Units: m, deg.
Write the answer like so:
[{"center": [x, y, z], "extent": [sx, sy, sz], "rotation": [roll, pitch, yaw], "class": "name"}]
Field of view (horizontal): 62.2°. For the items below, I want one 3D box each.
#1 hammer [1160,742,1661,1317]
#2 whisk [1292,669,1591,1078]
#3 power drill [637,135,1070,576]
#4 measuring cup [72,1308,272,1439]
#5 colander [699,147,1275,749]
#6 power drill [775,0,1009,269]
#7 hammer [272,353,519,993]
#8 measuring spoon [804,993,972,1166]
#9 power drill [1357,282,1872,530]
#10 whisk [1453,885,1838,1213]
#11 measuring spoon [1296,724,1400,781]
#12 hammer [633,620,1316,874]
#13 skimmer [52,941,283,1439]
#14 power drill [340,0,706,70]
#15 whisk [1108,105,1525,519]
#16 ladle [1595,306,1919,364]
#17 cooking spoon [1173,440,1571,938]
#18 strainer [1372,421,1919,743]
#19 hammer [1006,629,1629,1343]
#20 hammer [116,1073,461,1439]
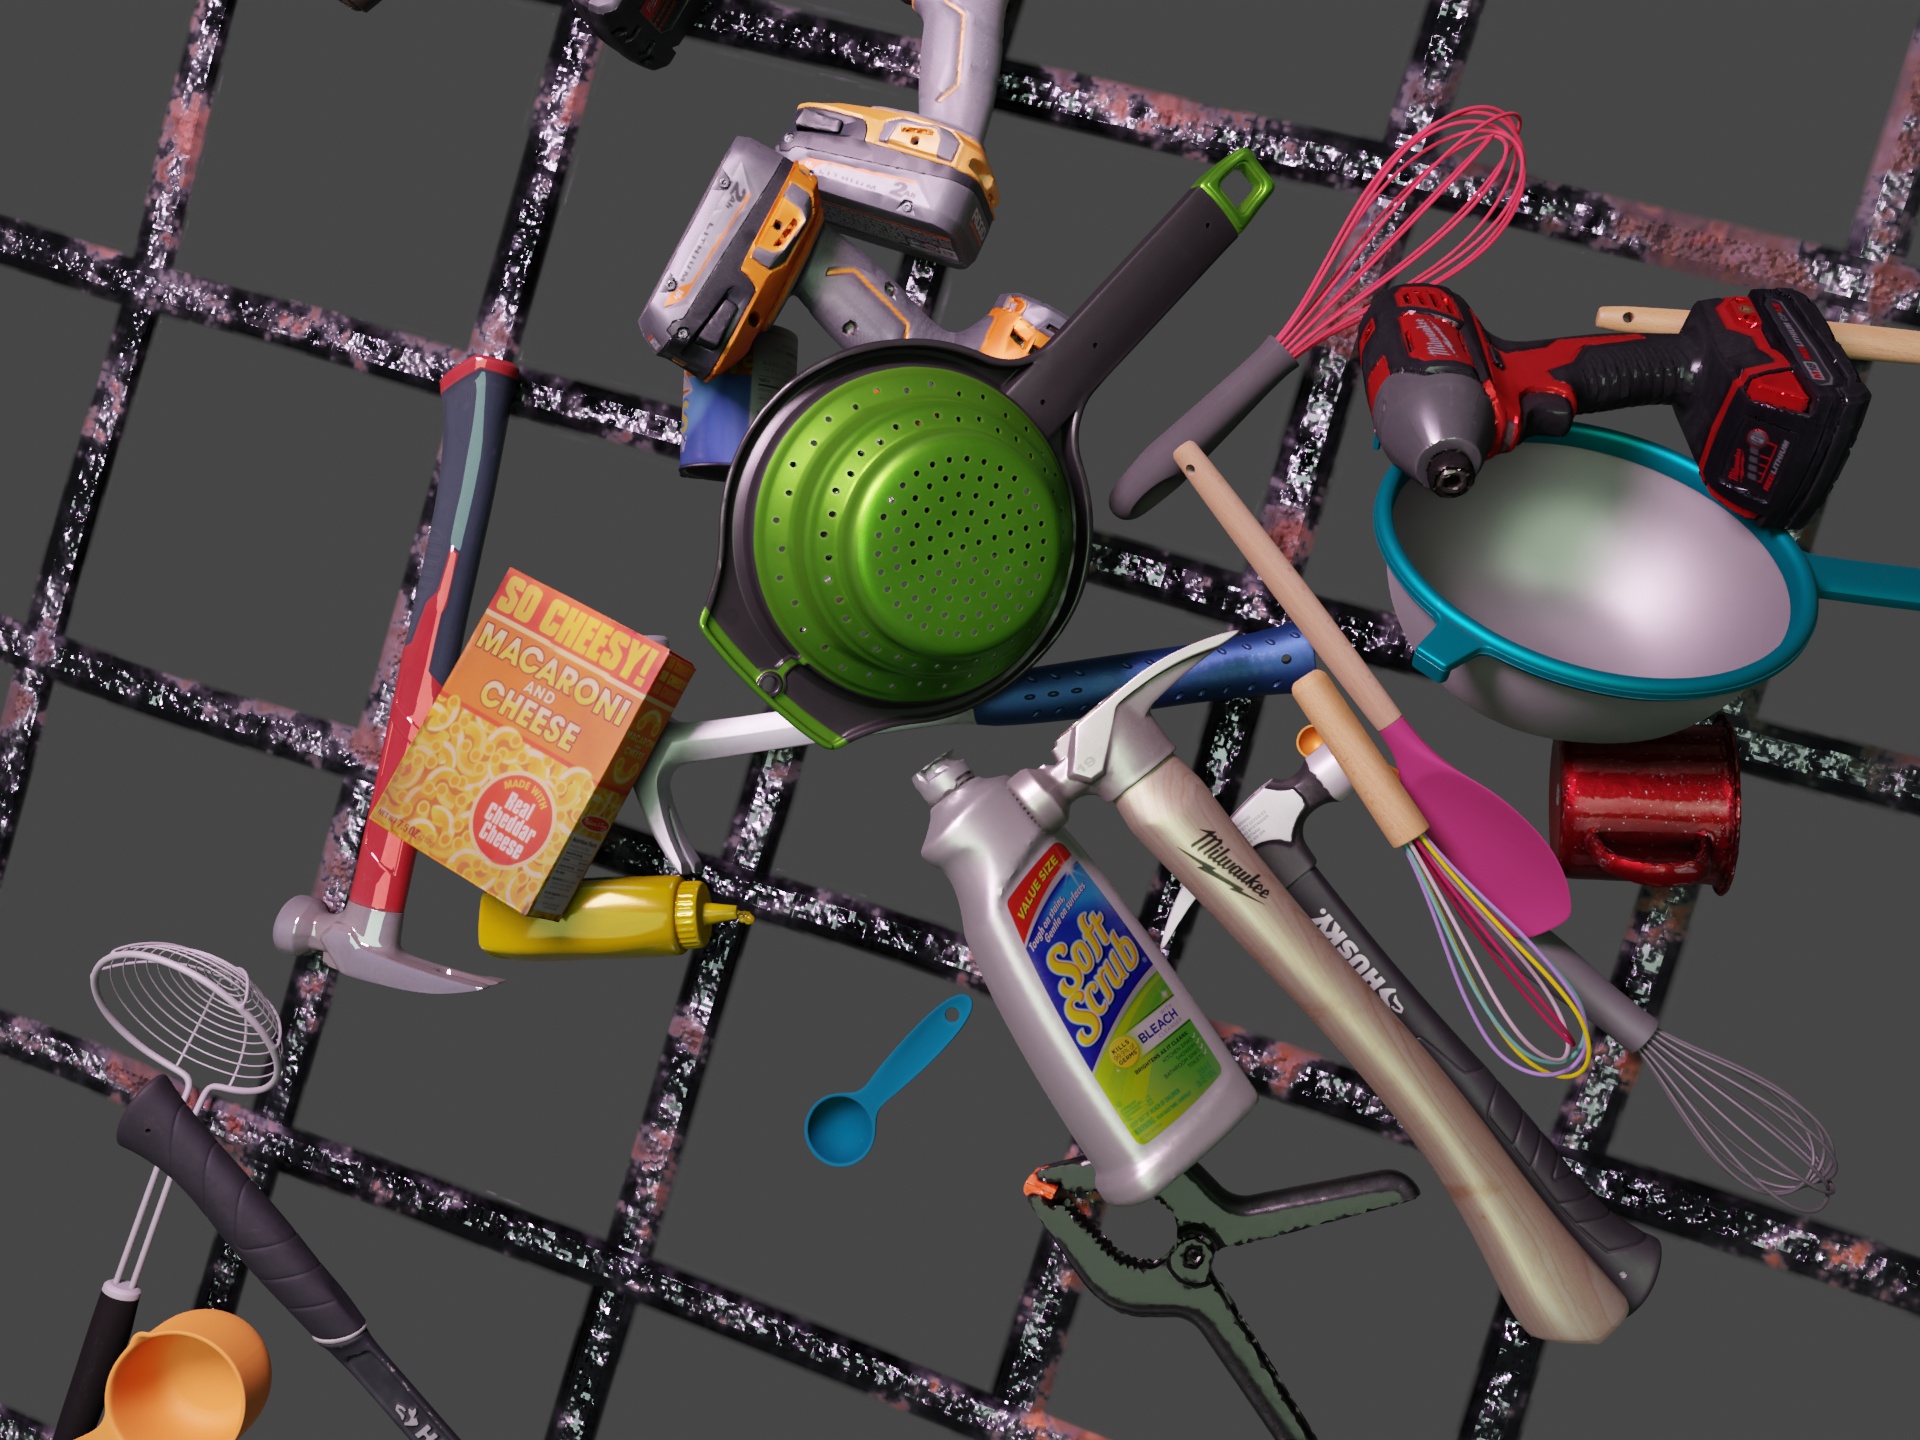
[{"center": [0.252, 0.182, 0.862], "extent": [0.146, 0.035, 0.335], "rotation": [-41, 84, 12], "class": "hammer"}, {"center": [0.249, 0.077, 0.822], "extent": [0.051, 0.047, 0.245], "rotation": [-32, 83, -6], "class": "whisk"}, {"center": [-0.056, -0.191, 0.867], "extent": [0.226, 0.084, 0.164], "rotation": [28, 90, -18], "class": "power drill"}, {"center": [-0.512, 0.434, 0.993], "extent": [0.173, 0.052, 0.095], "rotation": [-30, 90, 5], "class": "measuring cup"}, {"center": [0.041, -0.151, 0.816], "extent": [0.397, 0.094, 0.204], "rotation": [-48, 111, -6], "class": "colander"}, {"center": [-0.032, -0.392, 0.903], "extent": [0.185, 0.084, 0.226], "rotation": [20, 89, 11], "class": "power drill"}, {"center": [-0.311, -0.028, 0.973], "extent": [0.143, 0.038, 0.386], "rotation": [13, 92, 9], "class": "hammer"}, {"center": [-0.039, 0.208, 0.933], "extent": [0.042, 0.021, 0.128], "rotation": [44, 88, 9], "class": "measuring spoon"}, {"center": [0.314, -0.157, 0.790], "extent": [0.219, 0.143, 0.078], "rotation": [3, 135, 2], "class": "power drill"}, {"center": [0.358, 0.168, 0.840], "extent": [0.239, 0.055, 0.055], "rotation": [40, 97, 13], "class": "whisk"}, {"center": [0.239, 0.036, 0.882], "extent": [0.117, 0.011, 0.021], "rotation": [30, 101, 6], "class": "measuring spoon"}, {"center": [-0.001, -0.003, 0.914], "extent": [0.405, 0.035, 0.144], "rotation": [-8, 88, 11], "class": "hammer"}, {"center": [-0.517, 0.307, 0.982], "extent": [0.127, 0.090, 0.363], "rotation": [21, 94, 4], "class": "skimmer"}, {"center": [-0.265, -0.478, 0.950], "extent": [0.227, 0.080, 0.188], "rotation": [33, 95, 12], "class": "power drill"}, {"center": [0.192, -0.216, 0.869], "extent": [0.296, 0.073, 0.073], "rotation": [-44, 82, 13], "class": "whisk"}, {"center": [0.496, -0.192, 0.825], "extent": [0.315, 0.031, 0.069], "rotation": [10, 91, 13], "class": "ladle"}, {"center": [0.213, -0.019, 0.842], "extent": [0.319, 0.017, 0.068], "rotation": [54, 139, 5], "class": "cooking spoon"}, {"center": [0.369, -0.050, 0.805], "extent": [0.340, 0.211, 0.095], "rotation": [6, 135, 0], "class": "strainer"}, {"center": [0.208, 0.145, 0.828], "extent": [0.146, 0.038, 0.410], "rotation": [-40, 87, -2], "class": "hammer"}, {"center": [-0.351, 0.374, 0.942], "extent": [0.149, 0.036, 0.409], "rotation": [-38, 94, 6], "class": "hammer"}]
